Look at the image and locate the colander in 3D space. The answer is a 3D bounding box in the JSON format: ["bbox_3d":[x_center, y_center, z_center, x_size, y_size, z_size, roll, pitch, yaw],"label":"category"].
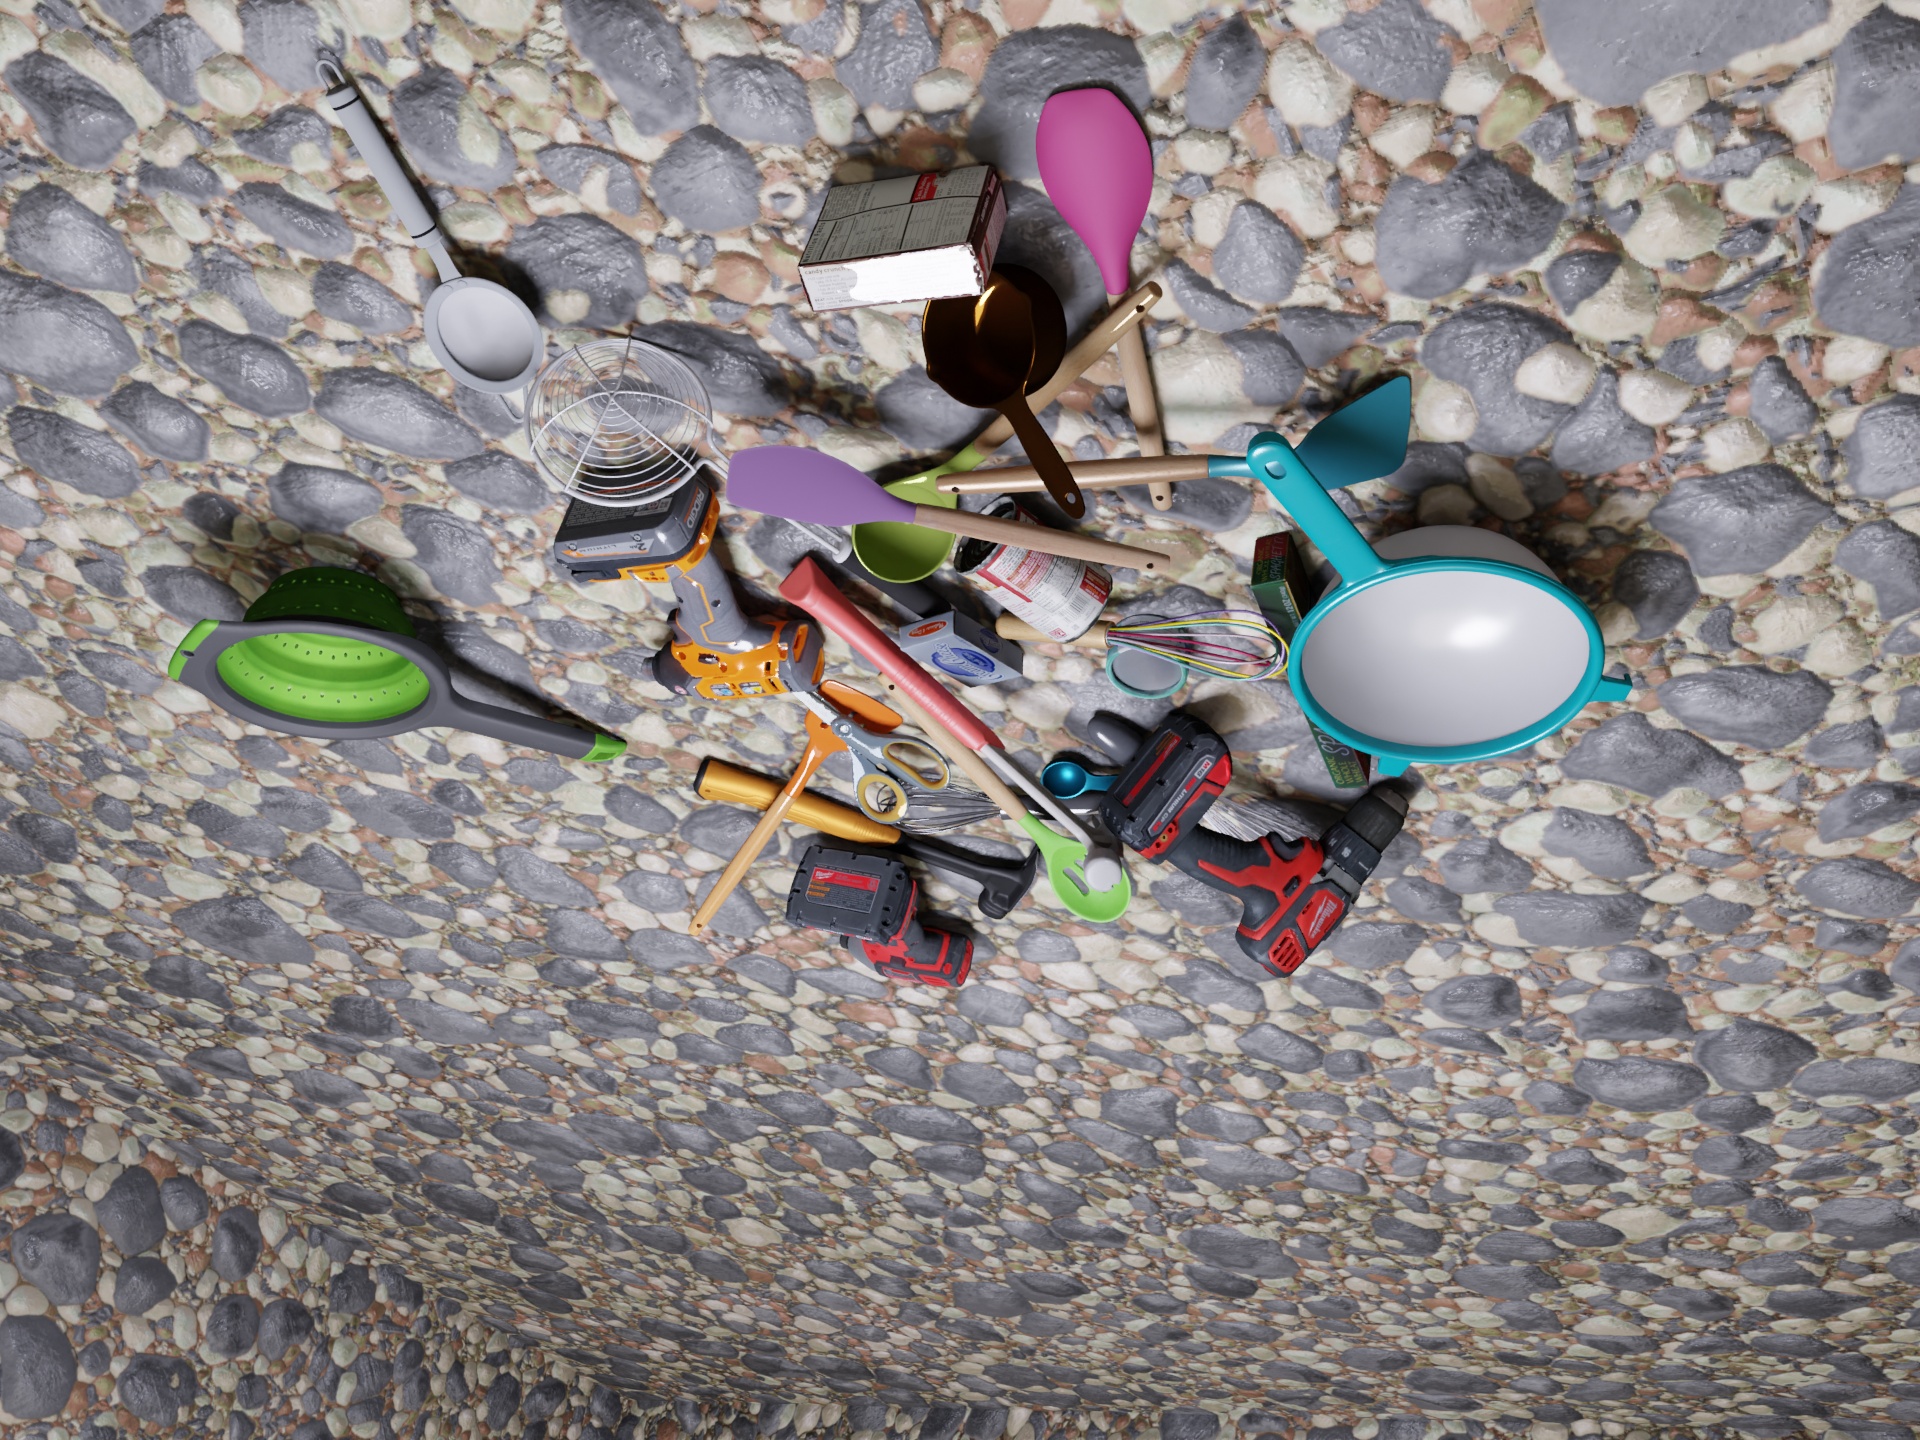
[{"bbox_3d":[-0.480,-0.048,1.417,0.396,0.095,0.204,17,146,-36],"label":"colander"}]

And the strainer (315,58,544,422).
[{"bbox_3d":[-0.351,-0.319,1.064,0.087,0.050,0.258,-10,131,18],"label":"strainer"}]

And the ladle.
[{"bbox_3d":[0.028,-0.192,1.085,0.078,0.062,0.320,29,142,-23],"label":"ladle"}]

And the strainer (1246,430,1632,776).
[{"bbox_3d":[0.299,-0.104,1.097,0.211,0.095,0.340,-24,129,36],"label":"strainer"}]

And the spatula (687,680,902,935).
[{"bbox_3d":[-0.170,0.089,1.467,0.081,0.041,0.322,28,114,-19],"label":"spatula"}]

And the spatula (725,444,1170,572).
[{"bbox_3d":[-0.006,-0.142,1.111,0.316,0.018,0.059,11,129,-6],"label":"spatula"}]

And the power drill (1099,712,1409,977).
[{"bbox_3d":[0.251,0.087,1.326,0.226,0.080,0.188,38,93,-17],"label":"power drill"}]

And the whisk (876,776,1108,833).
[{"bbox_3d":[0.039,0.076,1.444,0.239,0.055,0.055,-1,140,11],"label":"whisk"}]

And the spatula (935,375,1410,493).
[{"bbox_3d":[0.140,-0.175,1.068,0.317,0.044,0.082,-2,141,10],"label":"spatula"}]

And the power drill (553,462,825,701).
[{"bbox_3d":[-0.227,-0.096,1.276,0.164,0.084,0.226,-5,142,24],"label":"power drill"}]

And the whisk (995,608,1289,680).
[{"bbox_3d":[0.134,-0.059,1.206,0.245,0.051,0.047,8,162,33],"label":"whisk"}]

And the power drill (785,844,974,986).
[{"bbox_3d":[-0.083,0.204,1.585,0.143,0.079,0.219,8,157,23],"label":"power drill"}]

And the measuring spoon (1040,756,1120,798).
[{"bbox_3d":[0.135,0.050,1.407,0.128,0.021,0.042,3,127,-2],"label":"measuring spoon"}]

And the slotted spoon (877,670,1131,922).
[{"bbox_3d":[0.038,0.064,1.397,0.070,0.031,0.313,-37,109,24],"label":"slotted spoon"}]

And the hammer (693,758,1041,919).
[{"bbox_3d":[-0.090,0.102,1.519,0.336,0.034,0.127,20,142,-8],"label":"hammer"}]

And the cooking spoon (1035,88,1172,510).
[{"bbox_3d":[0.106,-0.257,1.024,0.069,0.017,0.318,0,140,19],"label":"cooking spoon"}]

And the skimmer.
[{"bbox_3d":[-0.149,-0.155,1.182,0.090,0.127,0.362,-2,155,46],"label":"skimmer"}]

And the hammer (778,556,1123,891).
[{"bbox_3d":[-0.002,-0.004,1.305,0.359,0.149,0.036,42,104,-12],"label":"hammer"}]

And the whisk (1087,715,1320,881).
[{"bbox_3d":[0.222,0.076,1.382,0.284,0.070,0.070,34,138,-18],"label":"whisk"}]

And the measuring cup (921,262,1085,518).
[{"bbox_3d":[0.045,-0.209,1.012,0.095,0.052,0.173,-29,91,41],"label":"measuring cup"}]
